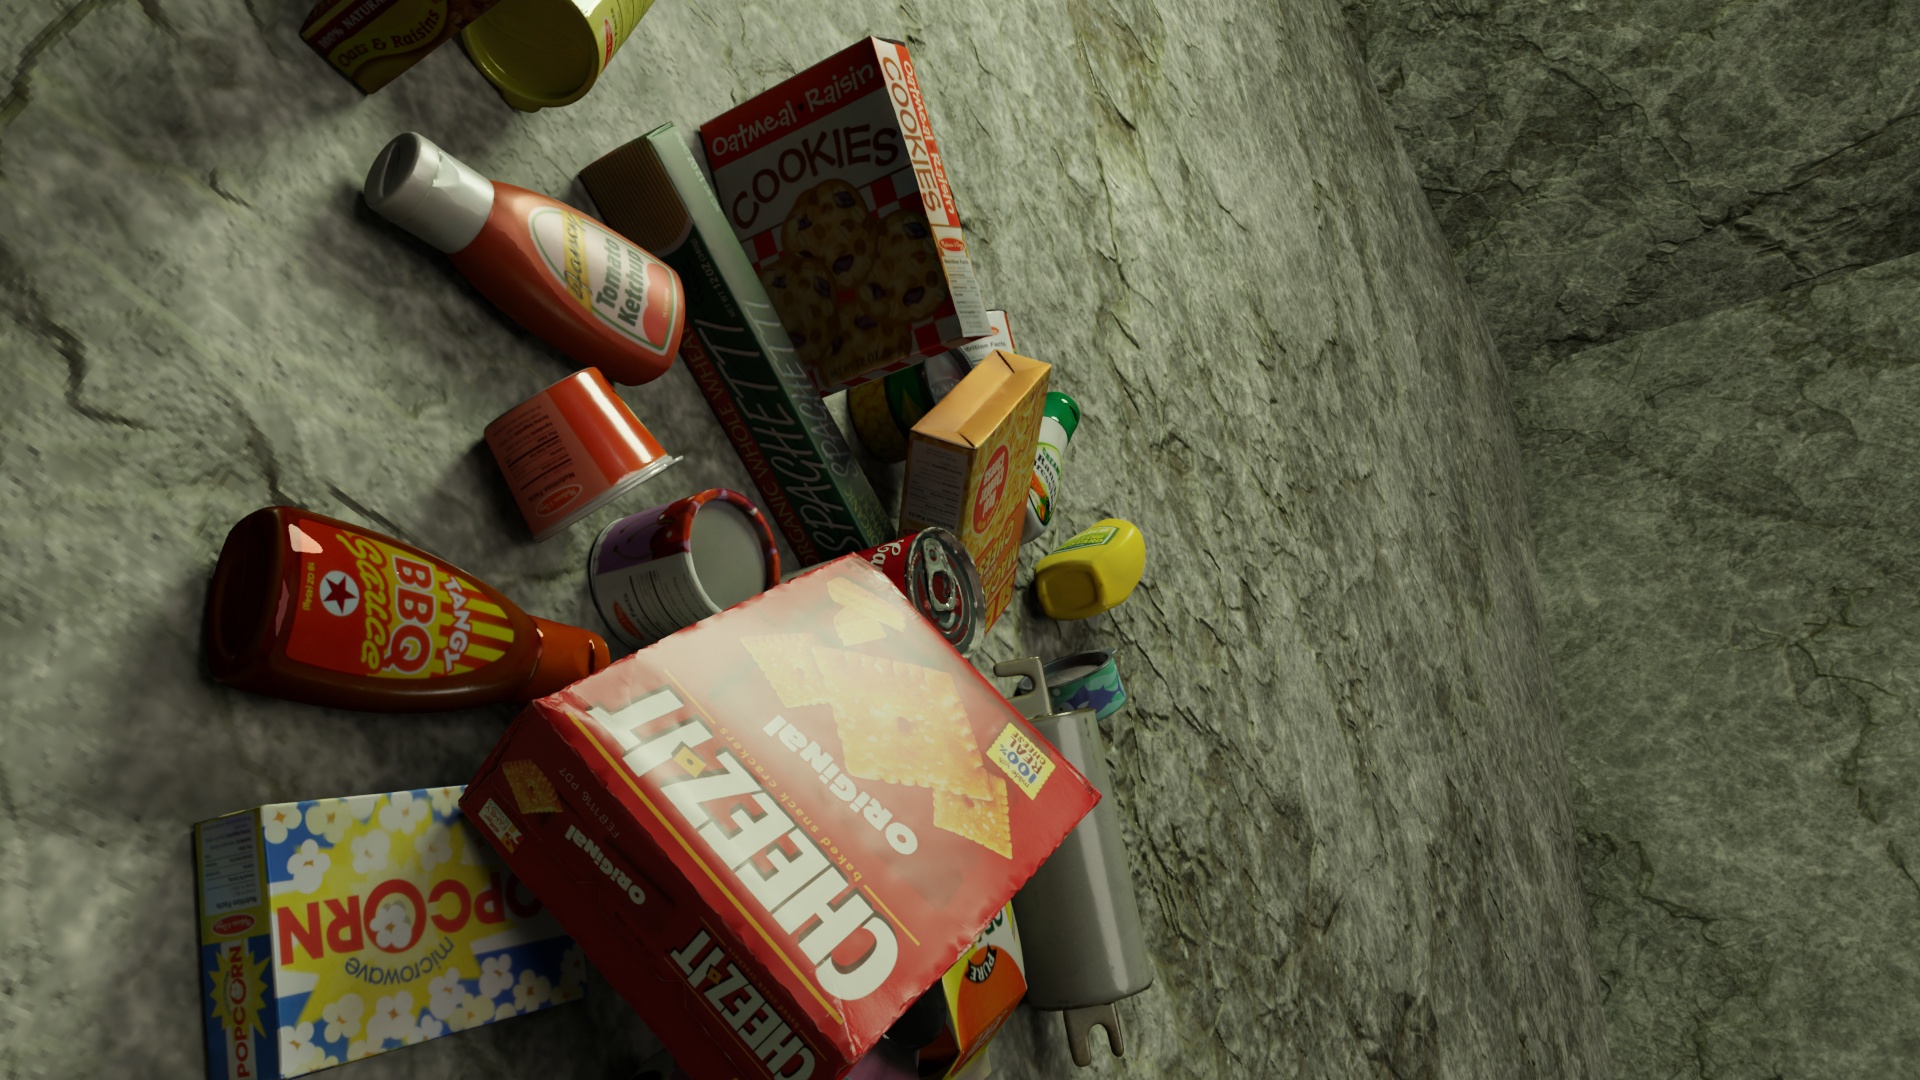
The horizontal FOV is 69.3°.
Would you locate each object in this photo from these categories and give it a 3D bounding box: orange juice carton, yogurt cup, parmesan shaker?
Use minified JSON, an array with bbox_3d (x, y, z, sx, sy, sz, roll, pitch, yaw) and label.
[{"bbox_3d":[-0.026,0.191,0.699,0.072,0.073,0.192,-13,88,-60],"label":"orange juice carton"},{"bbox_3d":[-0.166,-0.038,0.594,0.054,0.072,0.073,59,32,-9],"label":"yogurt cup"},{"bbox_3d":[-0.188,-0.262,0.669,0.071,0.071,0.103,51,35,-33],"label":"parmesan shaker"}]

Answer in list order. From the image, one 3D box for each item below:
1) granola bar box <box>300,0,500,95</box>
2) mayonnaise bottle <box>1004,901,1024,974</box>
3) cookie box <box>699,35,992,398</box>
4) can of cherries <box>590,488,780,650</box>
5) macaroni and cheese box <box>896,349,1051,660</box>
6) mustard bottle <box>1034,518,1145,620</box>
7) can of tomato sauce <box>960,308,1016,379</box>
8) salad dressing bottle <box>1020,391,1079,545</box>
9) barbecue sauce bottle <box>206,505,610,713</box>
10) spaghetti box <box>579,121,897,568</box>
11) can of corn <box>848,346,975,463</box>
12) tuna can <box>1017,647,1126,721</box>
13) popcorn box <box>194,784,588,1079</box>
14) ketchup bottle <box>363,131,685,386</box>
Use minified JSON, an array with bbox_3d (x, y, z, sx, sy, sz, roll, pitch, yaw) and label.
[{"bbox_3d":[-0.187,-0.267,0.571,0.039,0.165,0.125,44,41,-37],"label":"granola bar box"},{"bbox_3d":[-0.001,0.177,0.779,0.065,0.041,0.148,10,67,-55],"label":"mayonnaise bottle"},{"bbox_3d":[-0.065,-0.173,0.768,0.040,0.122,0.167,-16,89,-61],"label":"cookie box"},{"bbox_3d":[-0.125,0.012,0.640,0.071,0.058,0.072,33,49,-48],"label":"can of cherries"},{"bbox_3d":[0.003,-0.010,0.796,0.124,0.040,0.165,-50,154,-54],"label":"macaroni and cheese box"},{"bbox_3d":[0.103,0.015,1.016,0.161,0.065,0.048,-36,112,-65],"label":"mustard bottle"},{"bbox_3d":[0.008,-0.102,0.912,0.071,0.071,0.083,-10,85,-60],"label":"can of tomato sauce"},{"bbox_3d":[0.050,-0.054,0.977,0.064,0.044,0.148,62,31,-26],"label":"salad dressing bottle"},{"bbox_3d":[-0.199,0.036,0.520,0.148,0.043,0.065,26,53,-52],"label":"barbecue sauce bottle"},{"bbox_3d":[-0.111,-0.091,0.723,0.249,0.050,0.029,62,33,-18],"label":"spaghetti box"},{"bbox_3d":[-0.026,-0.083,0.852,0.071,0.058,0.071,34,48,-48],"label":"can of corn"},{"bbox_3d":[0.076,0.099,0.919,0.071,0.071,0.032,-33,106,-59],"label":"tuna can"},{"bbox_3d":[-0.193,0.131,0.486,0.127,0.038,0.085,8,69,-58],"label":"popcorn box"},{"bbox_3d":[-0.189,-0.125,0.617,0.148,0.043,0.065,30,51,-49],"label":"ketchup bottle"}]
